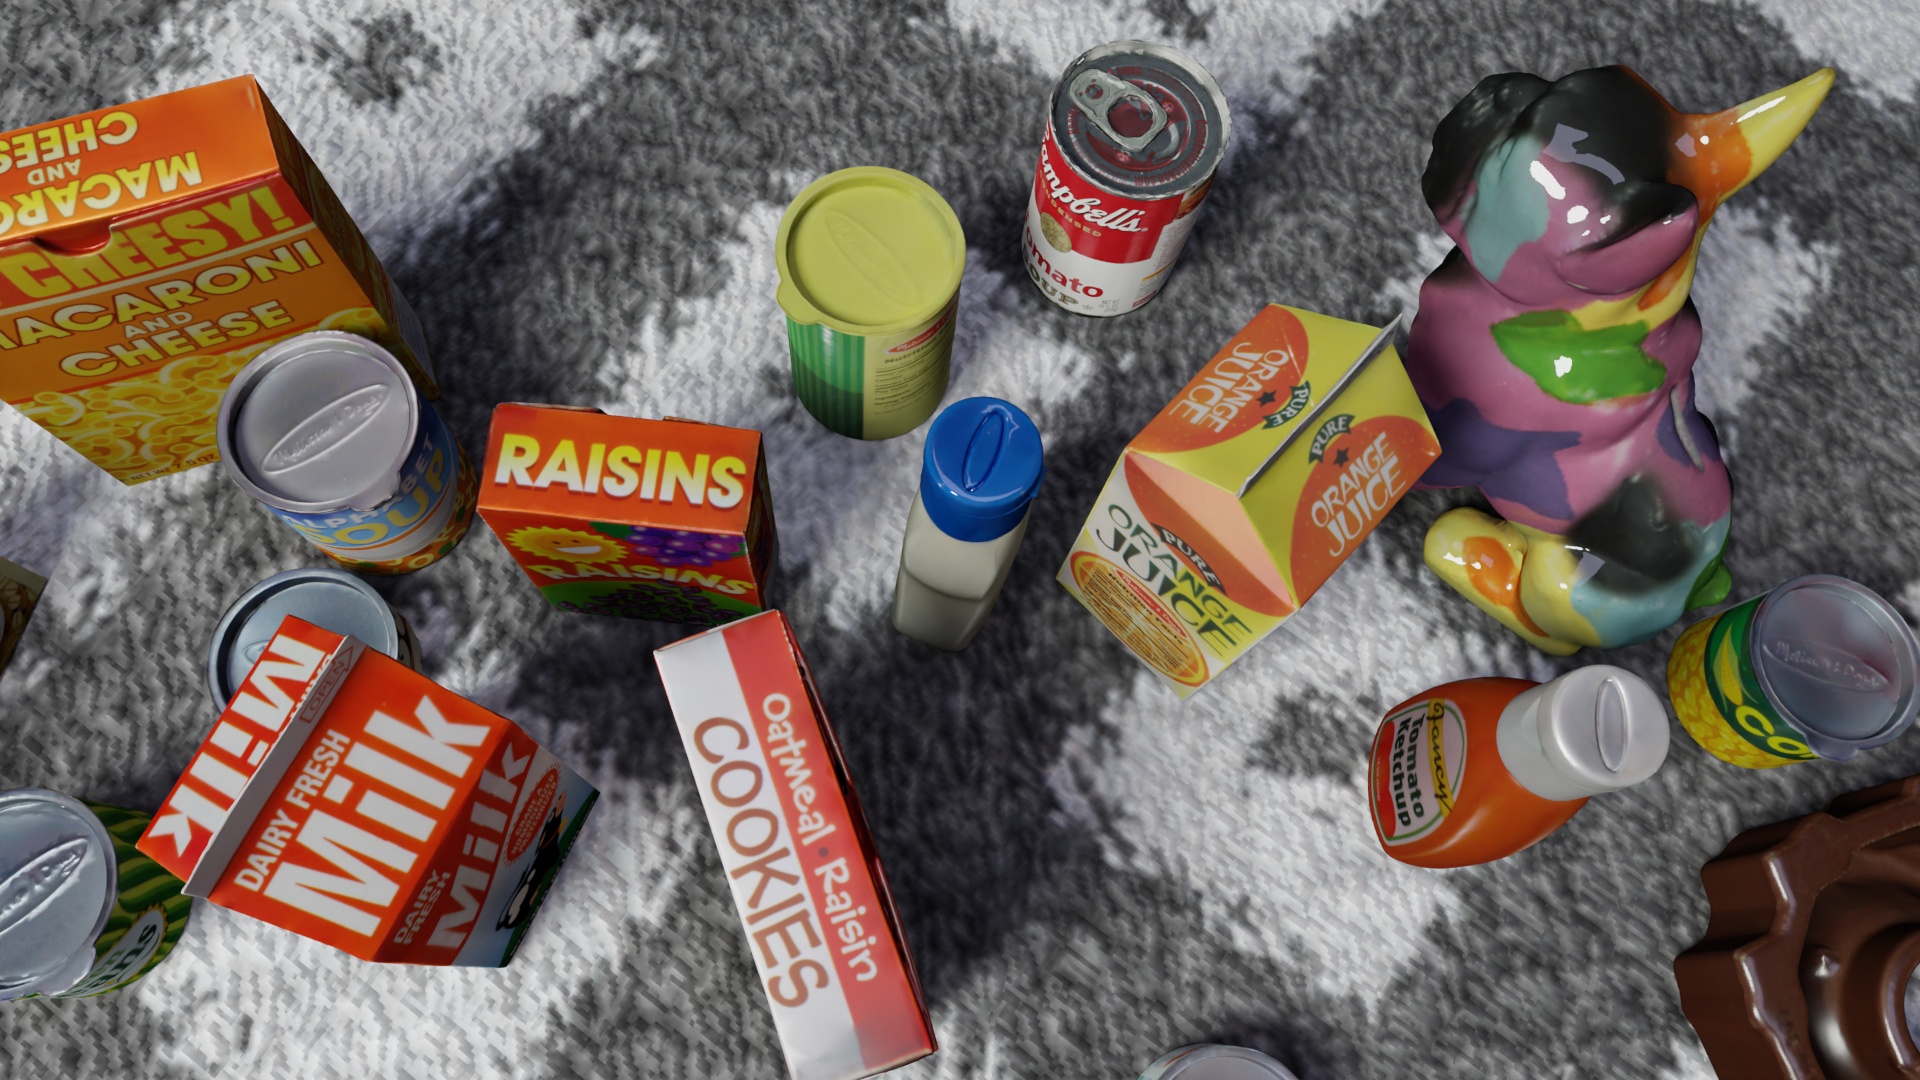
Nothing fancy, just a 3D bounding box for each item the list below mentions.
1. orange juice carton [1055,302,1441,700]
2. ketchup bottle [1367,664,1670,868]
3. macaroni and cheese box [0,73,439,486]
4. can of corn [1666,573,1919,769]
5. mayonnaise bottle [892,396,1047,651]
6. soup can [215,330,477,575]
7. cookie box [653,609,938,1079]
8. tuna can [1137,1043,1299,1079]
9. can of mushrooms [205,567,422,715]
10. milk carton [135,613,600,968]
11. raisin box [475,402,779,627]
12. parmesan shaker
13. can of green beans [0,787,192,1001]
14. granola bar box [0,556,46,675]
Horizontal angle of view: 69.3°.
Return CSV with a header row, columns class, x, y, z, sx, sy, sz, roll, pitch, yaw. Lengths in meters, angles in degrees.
class,x,y,z,sx,sy,sz,roll,pitch,yaw
orange juice carton,0.093,-0.012,0.469,0.073,0.192,0.072,44,75,9
ketchup bottle,0.184,0.075,0.472,0.043,0.148,0.065,6,72,-2
macaroni and cheese box,-0.266,-0.080,0.476,0.124,0.166,0.040,-18,75,-10
can of corn,0.319,0.055,0.536,0.071,0.058,0.071,1,72,-4
mayonnaise bottle,0.002,-0.006,0.483,0.041,0.147,0.065,20,72,2
soup can,-0.218,-0.026,0.506,0.071,0.083,0.071,1,72,-4
cookie box,-0.049,0.101,0.435,0.040,0.167,0.123,-19,75,-10
tuna can,0.090,0.212,0.481,0.071,0.032,0.071,1,72,-4
can of mushrooms,-0.235,0.048,0.507,0.071,0.033,0.071,1,72,-4
milk carton,-0.172,0.080,0.419,0.073,0.190,0.072,24,72,3
raisin box,-0.110,-0.005,0.487,0.086,0.123,0.040,6,72,-2
parmesan shaker,-0.037,-0.085,0.529,0.071,0.102,0.071,1,73,-4
can of green beans,-0.303,0.120,0.466,0.071,0.057,0.071,1,72,-4
granola bar box,-0.378,0.068,0.442,0.039,0.124,0.166,14,72,0
